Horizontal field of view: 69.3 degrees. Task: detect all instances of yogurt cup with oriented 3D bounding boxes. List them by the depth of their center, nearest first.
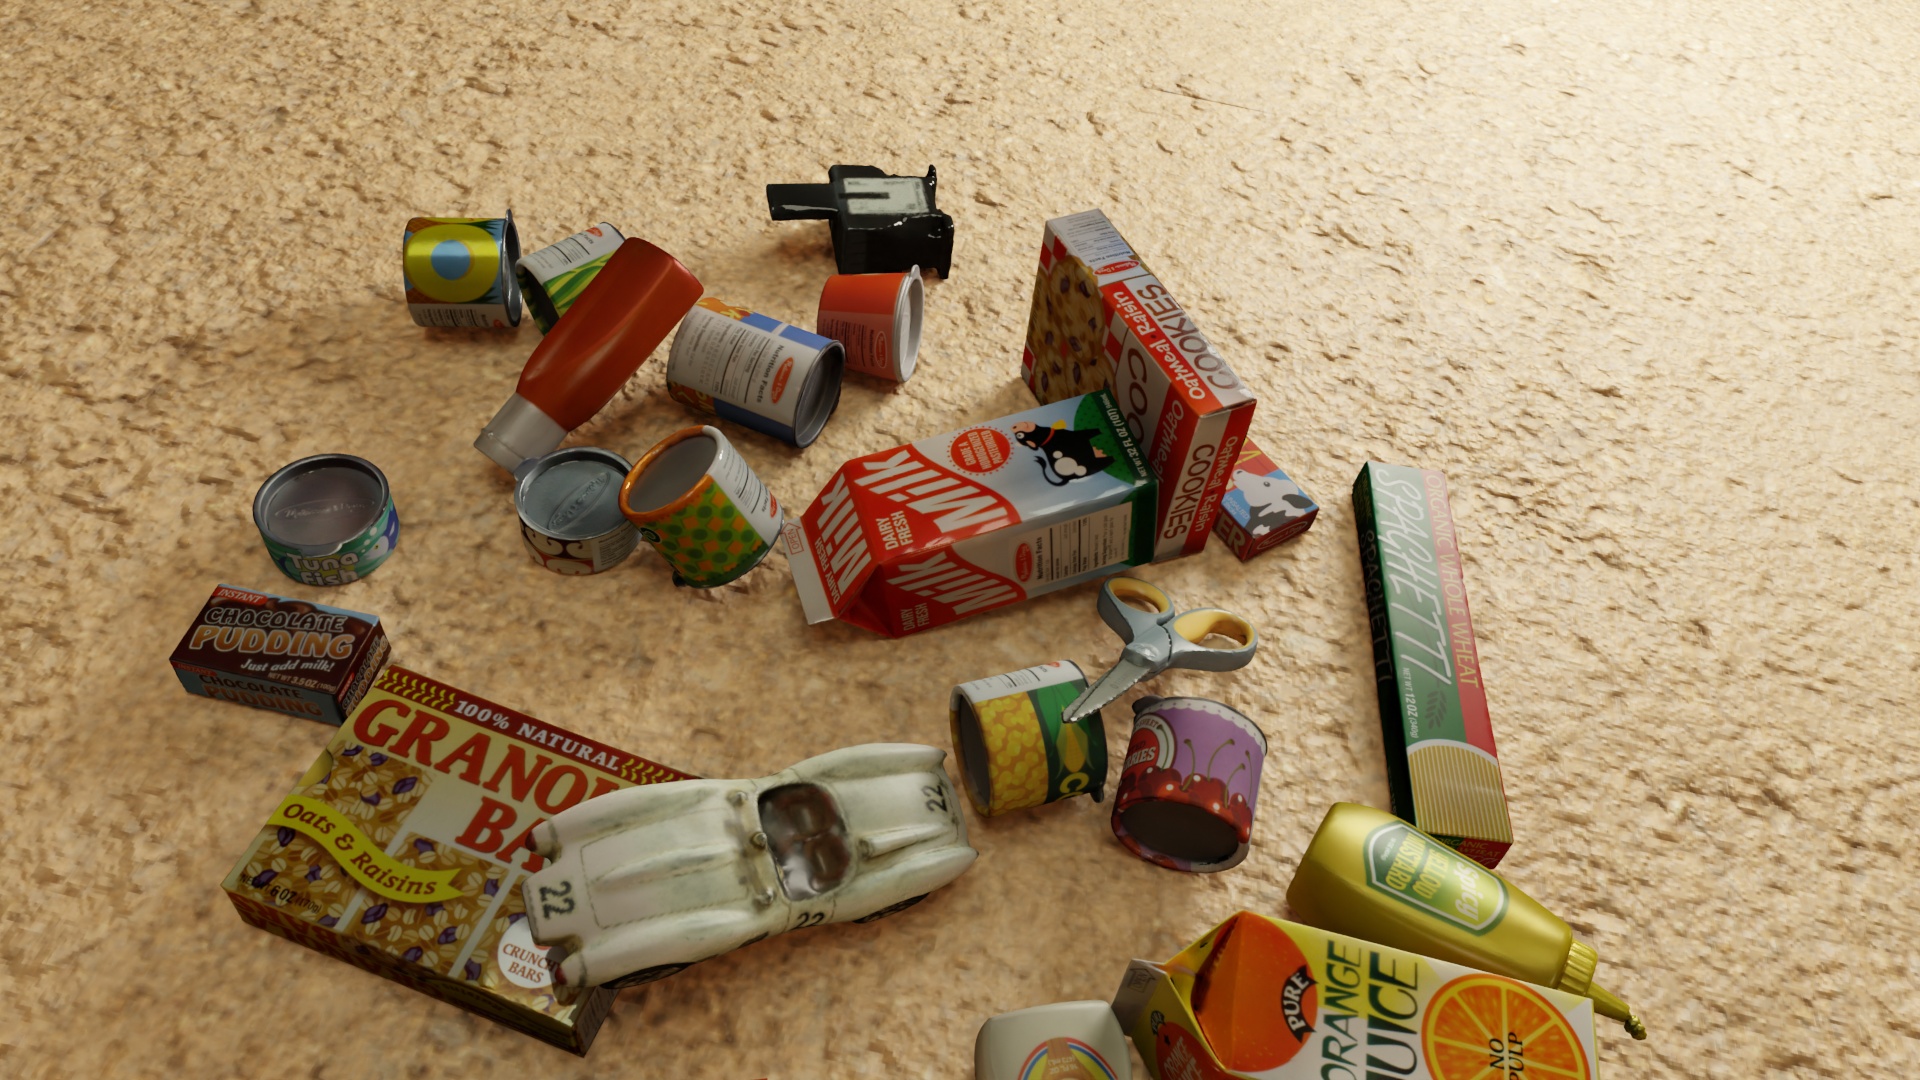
[{"bbox_3d":[-0.055,-0.132,0.849,0.054,0.072,0.073,7,50,9],"label":"yogurt cup"}]

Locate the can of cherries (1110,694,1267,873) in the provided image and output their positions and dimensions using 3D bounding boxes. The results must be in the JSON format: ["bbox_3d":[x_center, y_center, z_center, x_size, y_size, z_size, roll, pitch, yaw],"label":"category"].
[{"bbox_3d":[0.107,0.116,0.662,0.071,0.071,0.059,17,51,6],"label":"can of cherries"}]

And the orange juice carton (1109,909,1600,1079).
[{"bbox_3d":[0.159,0.215,0.583,0.193,0.071,0.073,14,49,3],"label":"orange juice carton"}]

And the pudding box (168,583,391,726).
[{"bbox_3d":[-0.329,0.055,0.675,0.084,0.030,0.050,12,49,2],"label":"pudding box"}]

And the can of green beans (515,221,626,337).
[{"bbox_3d":[-0.225,-0.149,0.834,0.058,0.071,0.071,-32,61,-24],"label":"can of green beans"}]

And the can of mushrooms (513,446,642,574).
[{"bbox_3d":[-0.207,-0.017,0.750,0.071,0.033,0.071,4,51,-5],"label":"can of mushrooms"}]

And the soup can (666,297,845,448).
[{"bbox_3d":[-0.118,-0.098,0.811,0.084,0.071,0.072,21,51,10],"label":"soup can"}]

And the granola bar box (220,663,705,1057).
[{"bbox_3d":[-0.214,0.137,0.617,0.166,0.038,0.125,19,50,7],"label":"granola bar box"}]

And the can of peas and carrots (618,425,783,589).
[{"bbox_3d":[-0.138,-0.016,0.727,0.071,0.058,0.071,-20,40,18],"label":"can of peas and carrots"}]

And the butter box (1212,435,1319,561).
[{"bbox_3d":[0.158,-0.038,0.824,0.053,0.024,0.104,-24,58,-25],"label":"butter box"}]

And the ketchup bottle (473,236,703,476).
[{"bbox_3d":[-0.210,-0.100,0.776,0.065,0.043,0.149,29,77,44],"label":"ketchup bottle"}]

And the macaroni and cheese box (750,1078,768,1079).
[{"bbox_3d":[-0.153,0.271,0.513,0.167,0.040,0.124,-1,51,-8],"label":"macaroni and cheese box"}]

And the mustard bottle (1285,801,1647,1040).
[{"bbox_3d":[0.232,0.178,0.630,0.160,0.048,0.066,25,41,20],"label":"mustard bottle"}]

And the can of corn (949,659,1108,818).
[{"bbox_3d":[0.032,0.098,0.668,0.058,0.070,0.071,-11,53,-16],"label":"can of corn"}]

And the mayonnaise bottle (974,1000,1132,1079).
[{"bbox_3d":[0.049,0.261,0.549,0.065,0.041,0.149,-4,51,-14],"label":"mayonnaise bottle"}]

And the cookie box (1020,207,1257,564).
[{"bbox_3d":[0.096,-0.088,0.793,0.040,0.122,0.168,-18,55,-20],"label":"cookie box"}]

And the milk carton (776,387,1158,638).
[{"bbox_3d":[0.003,-0.009,0.737,0.191,0.073,0.072,-17,54,-8],"label":"milk carton"}]

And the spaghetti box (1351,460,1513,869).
[{"bbox_3d":[0.252,0.056,0.756,0.050,0.028,0.251,8,50,-2],"label":"spaghetti box"}]

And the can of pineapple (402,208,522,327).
[{"bbox_3d":[-0.298,-0.163,0.836,0.058,0.070,0.071,-1,51,-8],"label":"can of pineapple"}]

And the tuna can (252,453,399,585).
[{"bbox_3d":[-0.330,-0.009,0.726,0.071,0.032,0.071,4,50,-5],"label":"tuna can"}]
